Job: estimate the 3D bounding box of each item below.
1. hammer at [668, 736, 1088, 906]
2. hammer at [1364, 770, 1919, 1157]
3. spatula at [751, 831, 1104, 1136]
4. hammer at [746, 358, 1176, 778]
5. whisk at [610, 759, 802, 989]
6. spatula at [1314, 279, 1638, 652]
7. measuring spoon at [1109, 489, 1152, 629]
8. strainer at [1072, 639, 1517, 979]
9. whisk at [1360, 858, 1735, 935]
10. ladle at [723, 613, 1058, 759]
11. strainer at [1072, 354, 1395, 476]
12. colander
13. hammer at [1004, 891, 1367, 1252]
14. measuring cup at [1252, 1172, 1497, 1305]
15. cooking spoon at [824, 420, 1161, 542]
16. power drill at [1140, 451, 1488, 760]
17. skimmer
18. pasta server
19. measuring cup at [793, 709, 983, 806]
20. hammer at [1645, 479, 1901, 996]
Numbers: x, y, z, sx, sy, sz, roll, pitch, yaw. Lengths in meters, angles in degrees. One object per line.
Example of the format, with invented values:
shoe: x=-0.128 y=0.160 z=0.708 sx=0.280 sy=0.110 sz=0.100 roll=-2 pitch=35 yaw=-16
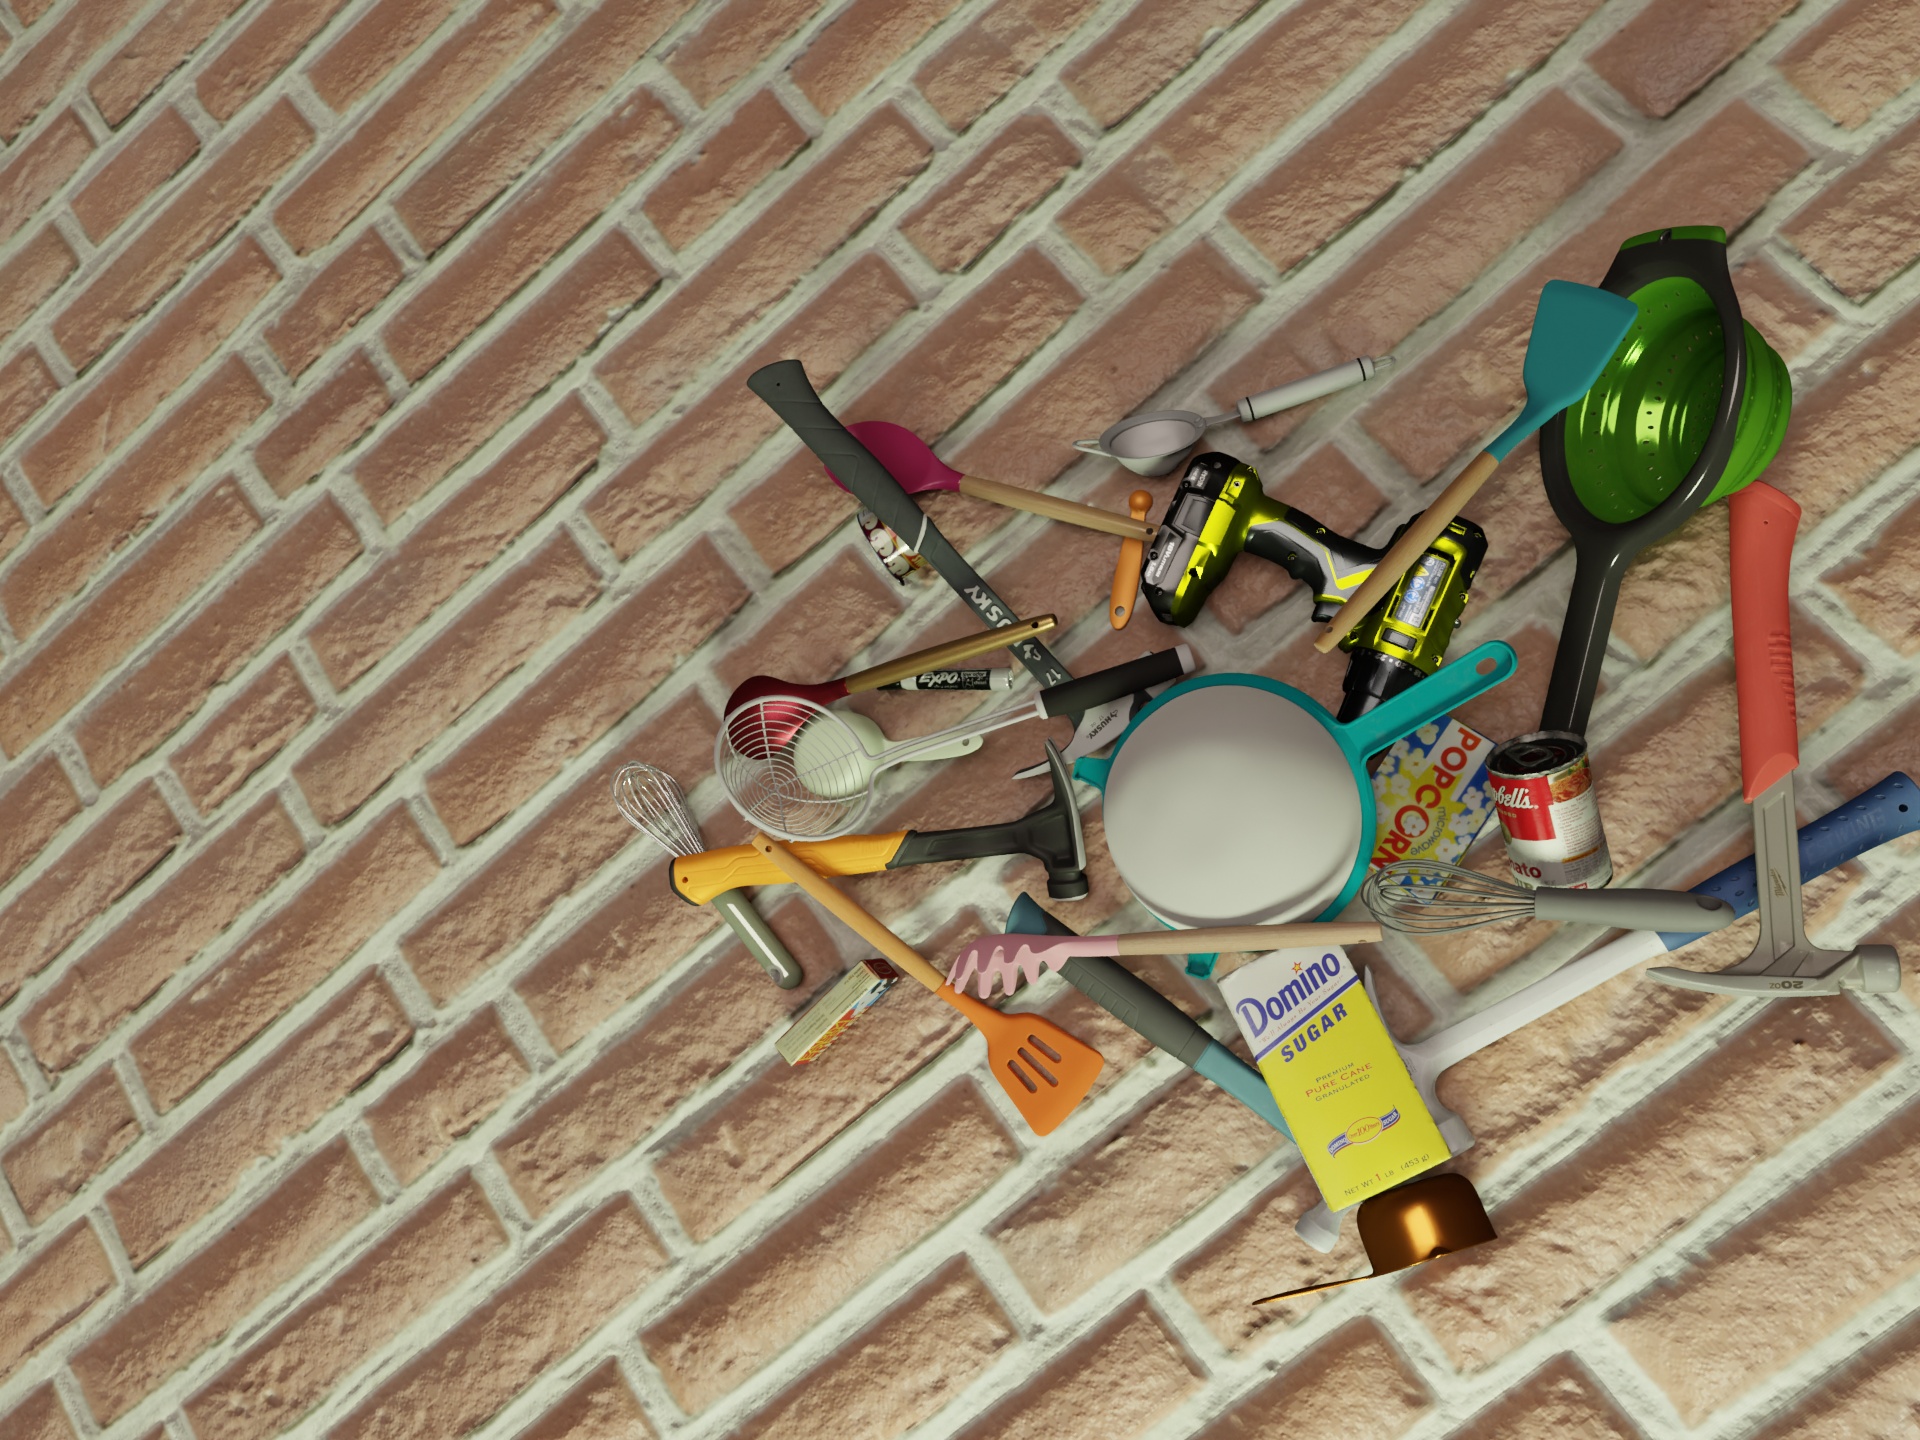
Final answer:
hammer: x=-0.072 y=0.097 z=1.262 sx=0.337 sy=0.034 sz=0.127 roll=-8 pitch=97 yaw=11
hammer: x=0.473 y=0.150 z=1.111 sx=0.405 sy=0.035 sz=0.144 roll=-32 pitch=73 yaw=10
spatula: x=-0.035 y=0.192 z=1.237 sx=0.322 sy=0.041 sz=0.081 roll=38 pitch=94 yaw=1
hammer: x=-0.021 y=-0.130 z=1.262 sx=0.149 sy=0.036 sz=0.409 roll=-44 pitch=88 yaw=10
whisk: x=-0.211 y=0.127 z=1.332 sx=0.246 sy=0.059 sz=0.057 roll=49 pitch=134 yaw=15
spatula: x=0.356 y=-0.176 z=1.136 sx=0.317 sy=0.044 sz=0.082 roll=-49 pitch=43 yaw=0
measuring spoon: x=0.136 y=-0.130 z=1.280 sx=0.021 sy=0.011 sz=0.117 roll=9 pitch=84 yaw=19
strainer: x=0.233 y=0.042 z=1.124 sx=0.340 sy=0.095 sz=0.211 roll=-34 pitch=80 yaw=28
whisk: x=0.392 y=0.125 z=1.077 sx=0.239 sy=0.055 sz=0.055 roll=0 pitch=81 yaw=27
ladle: x=-0.065 y=-0.034 z=1.262 sx=0.315 sy=0.031 sz=0.069 roll=-17 pitch=83 yaw=25
strainer: x=0.218 y=-0.240 z=1.258 sx=0.258 sy=0.050 sz=0.087 roll=-18 pitch=32 yaw=9
colander: x=0.491 y=-0.138 z=1.124 sx=0.094 sy=0.205 sz=0.397 roll=7 pitch=100 yaw=-15
hammer: x=0.168 y=0.240 z=1.180 sx=0.331 sy=0.033 sz=0.128 roll=35 pitch=91 yaw=14
measuring cup: x=0.279 y=0.360 z=1.103 sx=0.173 sy=0.095 sz=0.052 roll=-18 pitch=67 yaw=6
cooking spoon: x=0.025 y=-0.189 z=1.314 sx=0.319 sy=0.017 sz=0.069 roll=18 pitch=86 yaw=24
power drill: x=0.257 y=-0.091 z=1.201 sx=0.228 sy=0.080 sz=0.190 roll=24 pitch=88 yaw=17
skimmer: x=-0.002 y=-0.004 z=1.200 sx=0.363 sy=0.090 sz=0.127 roll=-18 pitch=62 yaw=5
pasta server: x=0.141 y=0.167 z=1.139 sx=0.316 sy=0.060 sz=0.040 roll=-6 pitch=63 yaw=21
measuring cup: x=-0.063 y=0.023 z=1.287 sx=0.167 sy=0.038 sz=0.083 roll=-8 pitch=76 yaw=28
hammer: x=0.542 y=0.007 z=1.087 sx=0.149 sy=0.036 sz=0.359 roll=-2 pitch=72 yaw=20
